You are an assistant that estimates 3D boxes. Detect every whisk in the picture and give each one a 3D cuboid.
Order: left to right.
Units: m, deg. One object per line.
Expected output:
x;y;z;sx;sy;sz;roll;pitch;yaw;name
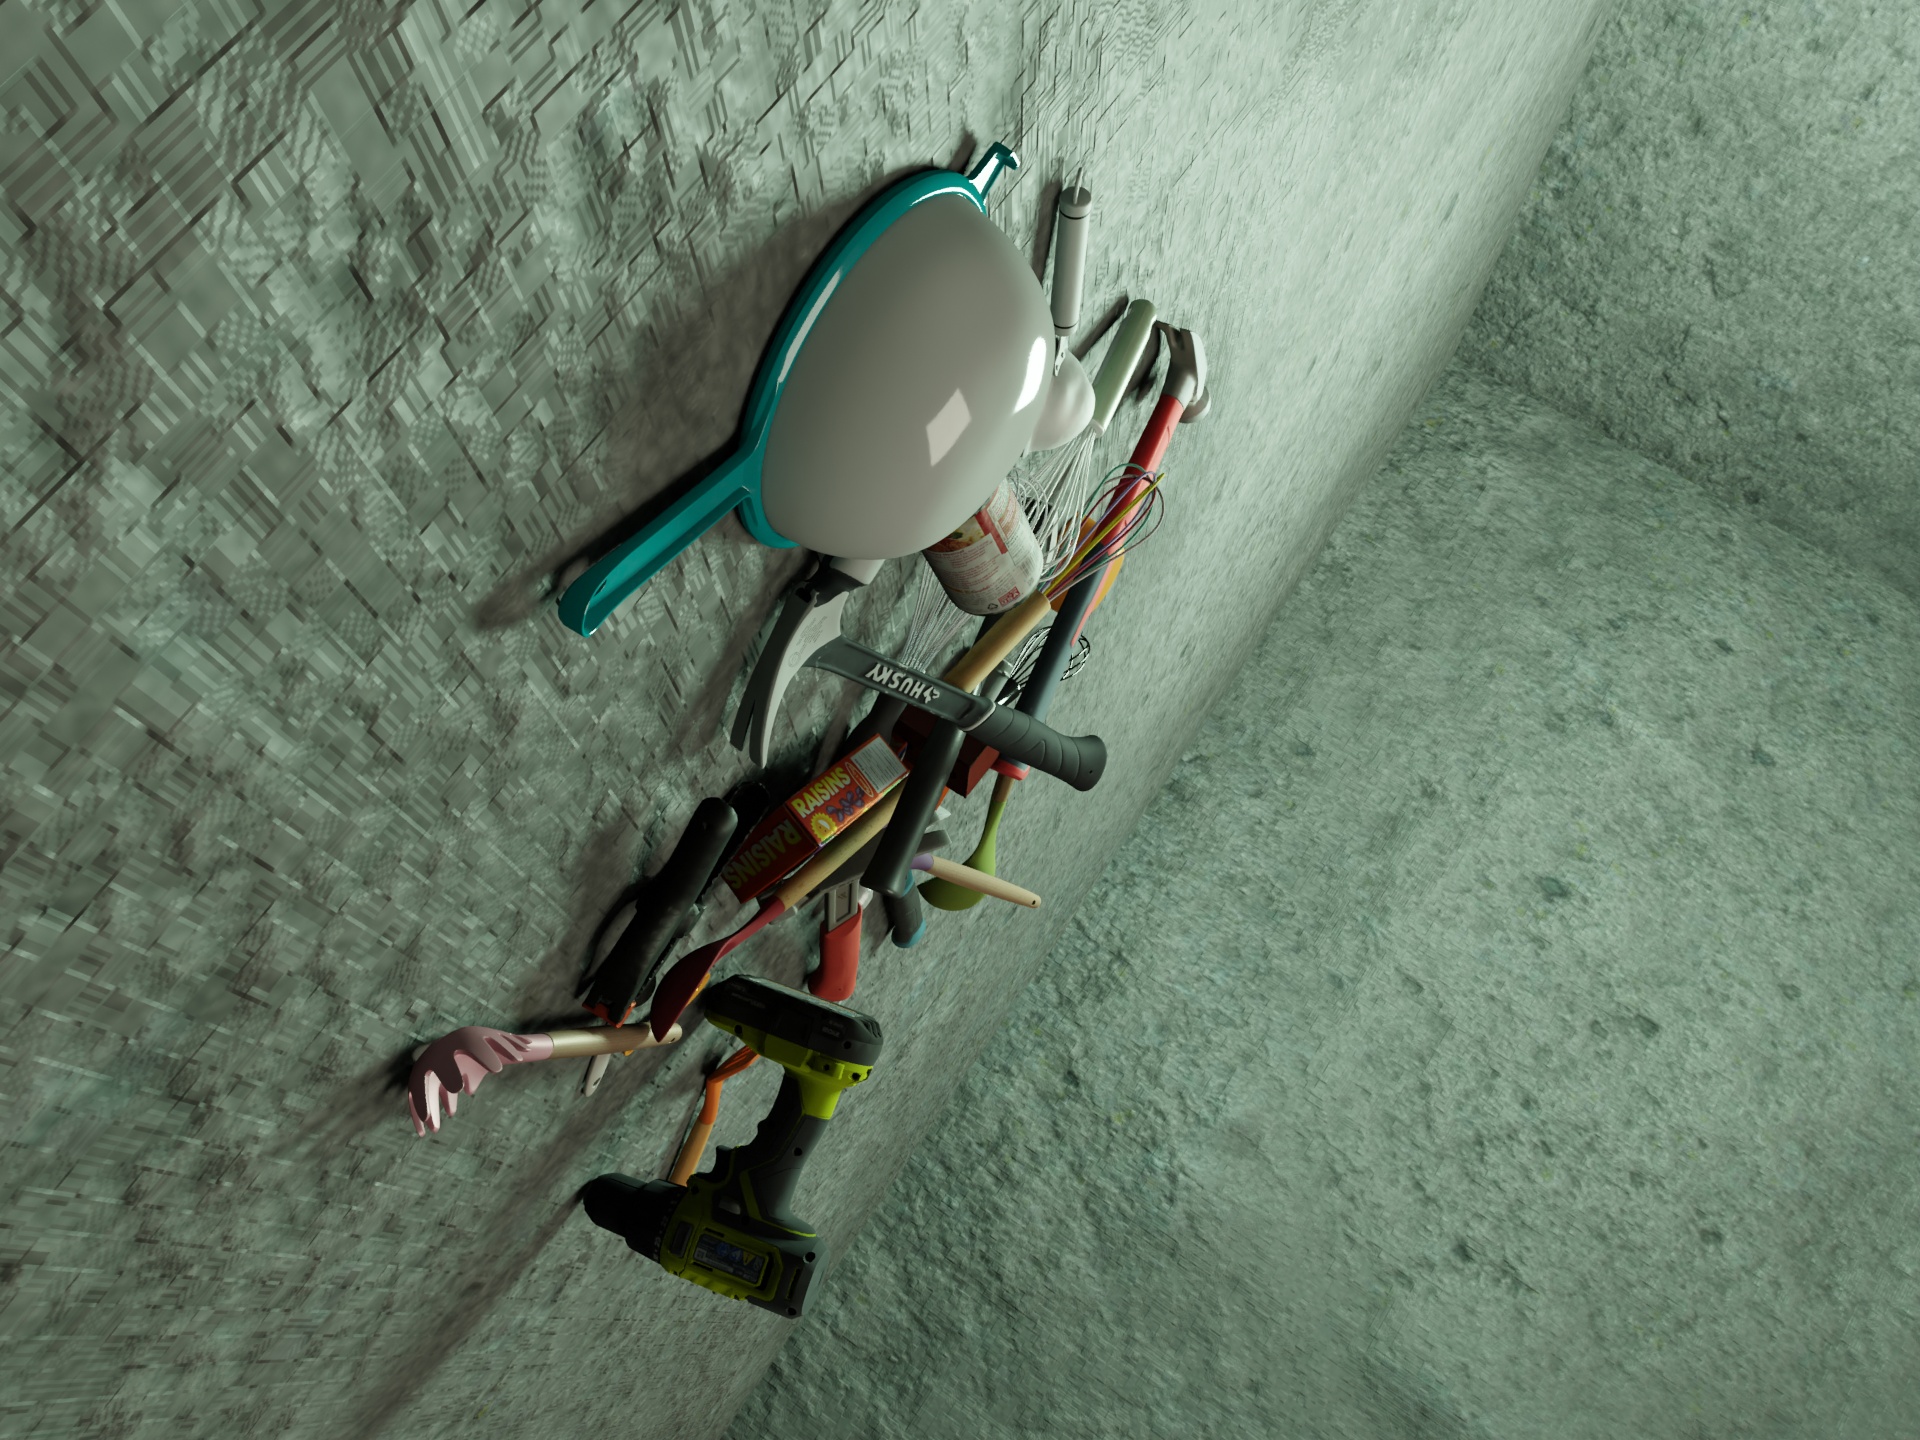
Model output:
-0.023;-0.057;1.108;0.284;0.070;0.070;-60;167;30;whisk
0.045;-0.026;1.440;0.239;0.055;0.055;-39;158;-42;whisk
0.070;-0.103;1.141;0.245;0.047;0.051;-47;123;-22;whisk
0.088;-0.204;1.139;0.246;0.059;0.057;-65;-175;-19;whisk

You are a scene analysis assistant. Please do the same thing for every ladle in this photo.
-0.110;0.113;1.108;0.315;0.031;0.069;-41;175;-42;ladle
0.033;0.041;1.428;0.078;0.062;0.320;-19;135;-50;ladle

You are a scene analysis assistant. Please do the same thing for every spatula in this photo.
-0.222;0.369;1.392;0.081;0.041;0.322;-40;159;-55;spatula
-0.016;0.131;1.388;0.315;0.018;0.060;25;97;-52;spatula

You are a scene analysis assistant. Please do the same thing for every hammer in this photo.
-0.092;0.171;1.328;0.149;0.037;0.358;-23;161;-13;hammer
-0.057;0.164;1.536;0.128;0.033;0.330;-52;166;-17;hammer
-0.002;-0.003;1.068;0.149;0.036;0.408;-57;147;5;hammer
0.003;-0.019;1.173;0.146;0.035;0.335;90;21;-63;hammer
0.110;-0.135;1.298;0.386;0.038;0.143;-65;162;-7;hammer

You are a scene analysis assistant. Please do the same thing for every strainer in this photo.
-0.047;-0.123;0.767;0.340;0.095;0.210;-49;164;-39;strainer
0.067;-0.249;1.023;0.258;0.050;0.087;92;17;-60;strainer

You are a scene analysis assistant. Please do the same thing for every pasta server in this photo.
-0.229;0.197;0.936;0.060;0.040;0.316;-40;165;5;pasta server

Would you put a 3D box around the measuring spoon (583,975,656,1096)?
-0.226;0.210;1.056;0.034;0.018;0.124;-36;156;-58;measuring spoon

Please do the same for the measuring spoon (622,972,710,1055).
-0.210;0.205;1.131;0.021;0.011;0.117;-65;169;24;measuring spoon

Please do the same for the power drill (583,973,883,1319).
-0.169;0.314;1.209;0.080;0.190;0.228;46;63;-76;power drill

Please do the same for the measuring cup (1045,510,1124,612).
0.089;-0.118;1.370;0.174;0.052;0.095;-41;159;-57;measuring cup
